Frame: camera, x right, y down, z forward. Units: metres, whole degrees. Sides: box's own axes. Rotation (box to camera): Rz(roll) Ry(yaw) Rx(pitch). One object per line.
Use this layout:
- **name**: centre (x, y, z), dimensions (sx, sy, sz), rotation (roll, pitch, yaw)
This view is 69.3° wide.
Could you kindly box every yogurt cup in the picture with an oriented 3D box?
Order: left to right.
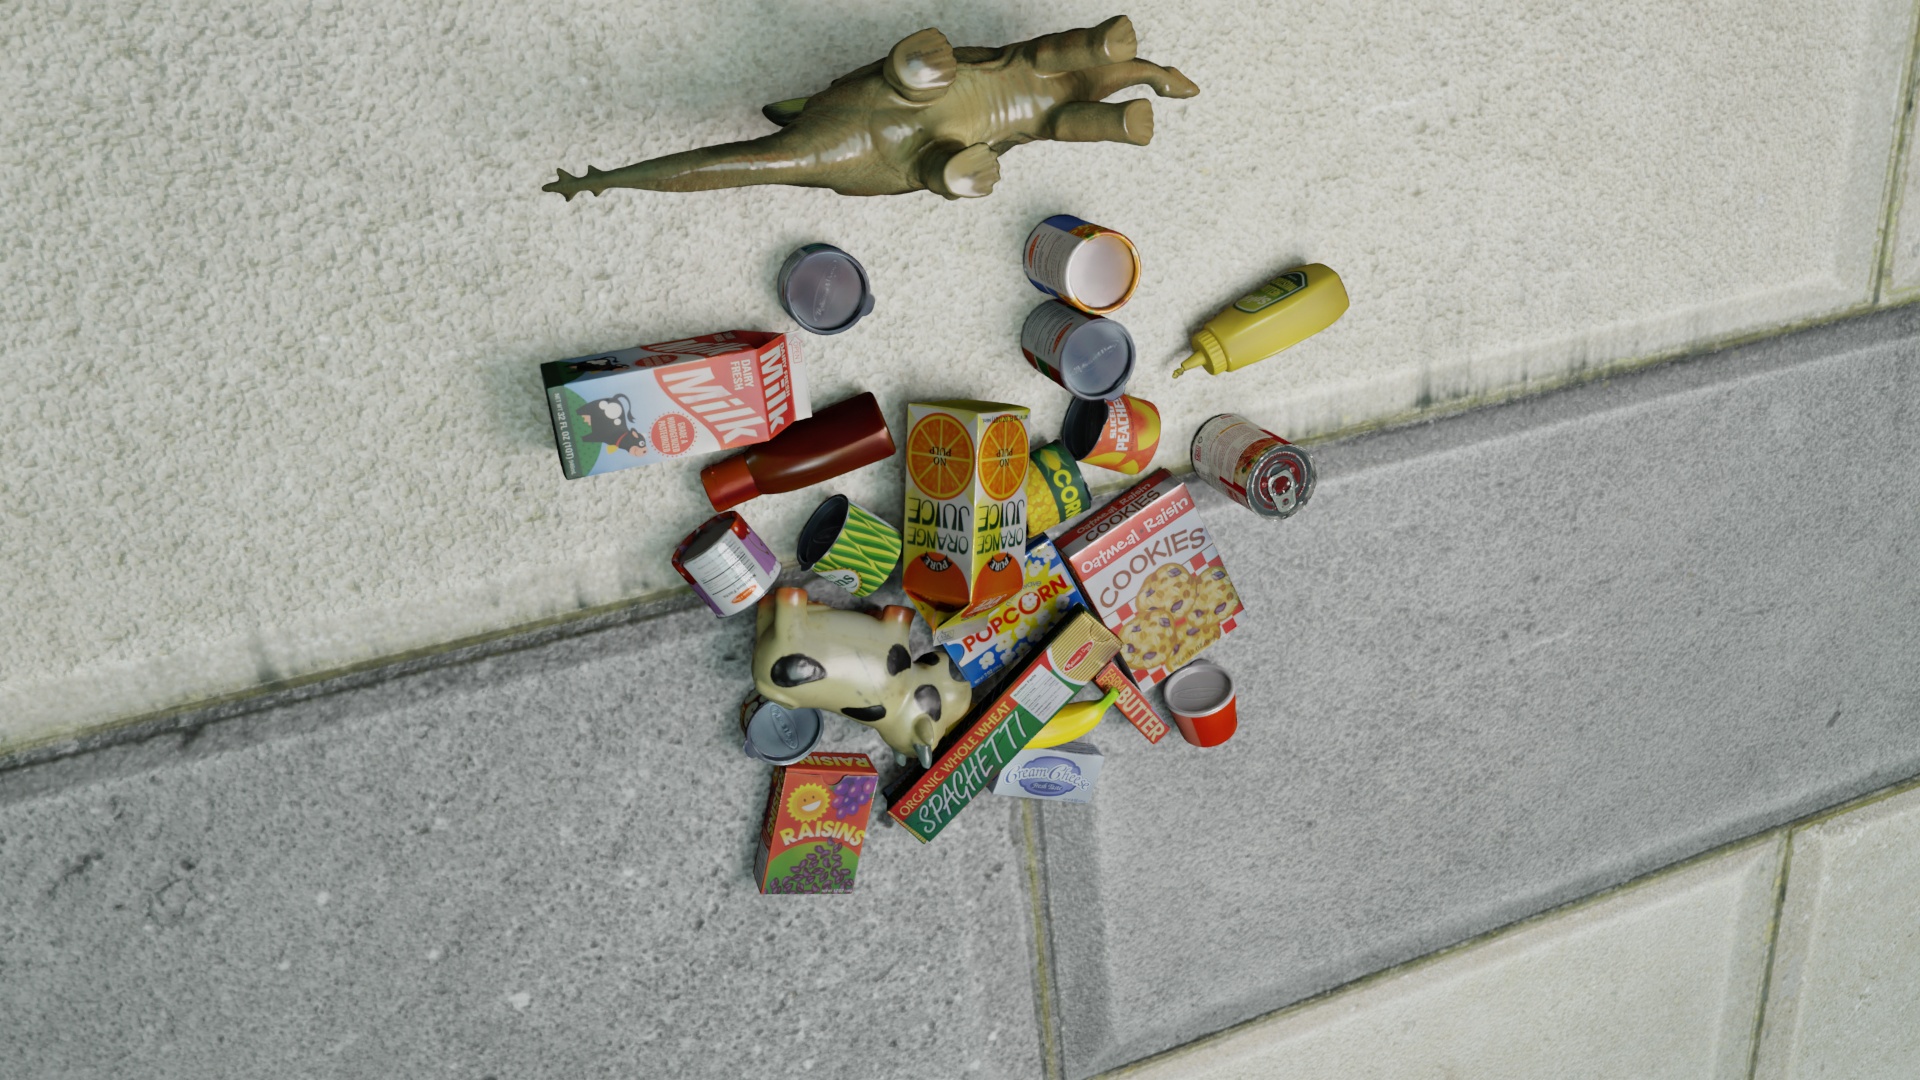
- **yogurt cup**: centre (0.229, 0.157, 1.307), dimensions (0.072, 0.072, 0.053), rotation (-27, 125, -9)

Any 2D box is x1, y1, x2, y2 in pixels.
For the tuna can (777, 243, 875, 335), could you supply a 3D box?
- **tuna can**: centre (-0.102, -0.191, 1.059), dimensions (0.071, 0.033, 0.070), rotation (-8, 113, -18)

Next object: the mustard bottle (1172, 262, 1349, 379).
- **mustard bottle**: centre (0.250, -0.180, 1.184), dimensions (0.160, 0.065, 0.048), rotation (-29, 116, -4)

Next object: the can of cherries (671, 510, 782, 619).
- **can of cherries**: centre (-0.184, 0.018, 1.090), dimensions (0.071, 0.071, 0.058), rotation (-39, 113, -3)

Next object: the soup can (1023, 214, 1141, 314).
- **soup can**: centre (0.098, -0.218, 1.097), dimensions (0.071, 0.084, 0.071), rotation (-8, 113, -19)

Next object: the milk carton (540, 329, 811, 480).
- **milk carton**: centre (-0.206, -0.106, 1.029), dimensions (0.191, 0.073, 0.072), rotation (-12, 114, -17)

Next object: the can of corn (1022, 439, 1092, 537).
- **can of corn**: centre (0.069, -0.042, 1.162), dimensions (0.058, 0.071, 0.071), rotation (-26, 117, -9)

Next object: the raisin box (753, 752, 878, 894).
- **raisin box**: centre (-0.128, 0.248, 1.217), dimensions (0.086, 0.040, 0.123), rotation (7, 107, -22)

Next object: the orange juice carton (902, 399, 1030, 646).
- **orange juice carton**: centre (0.004, -0.014, 1.116), dimensions (0.072, 0.073, 0.192), rotation (-11, 107, -51)

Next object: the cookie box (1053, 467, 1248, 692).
- **cookie box**: centre (0.173, 0.037, 1.251), dimensions (0.123, 0.040, 0.167), rotation (-34, 119, -6)

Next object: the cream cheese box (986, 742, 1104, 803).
- **cream cheese box**: centre (0.078, 0.213, 1.292), dimensions (0.104, 0.024, 0.053), rotation (10, 105, -24)

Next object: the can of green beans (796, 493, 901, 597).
- **can of green beans**: centre (-0.089, 0.005, 1.122), dimensions (0.058, 0.071, 0.071), rotation (33, 96, -29)

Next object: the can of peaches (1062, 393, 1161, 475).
- **can of peaches**: centre (0.128, -0.093, 1.166), dimensions (0.058, 0.071, 0.071), rotation (13, 105, -26)

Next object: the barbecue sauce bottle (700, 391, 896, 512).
- **barbecue sauce bottle**: centre (-0.128, -0.066, 1.084), dimensions (0.149, 0.065, 0.043), rotation (-22, 129, -2)

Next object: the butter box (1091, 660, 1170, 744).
- **butter box**: centre (0.147, 0.140, 1.273), dimensions (0.024, 0.053, 0.103), rotation (-44, 119, -2)

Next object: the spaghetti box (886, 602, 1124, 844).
- **spaghetti box**: centre (0.036, 0.158, 1.197), dimensions (0.050, 0.029, 0.249), rotation (41, 99, -14)

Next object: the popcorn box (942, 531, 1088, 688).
- **popcorn box**: centre (0.037, 0.057, 1.207), dimensions (0.127, 0.038, 0.085), rotation (-33, 119, -6)

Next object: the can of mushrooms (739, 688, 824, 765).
- **can of mushrooms**: centre (-0.154, 0.154, 1.174), dimensions (0.071, 0.033, 0.070), rotation (-8, 113, -19)

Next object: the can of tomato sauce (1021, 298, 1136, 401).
- **can of tomato sauce**: centre (0.095, -0.154, 1.121), dimensions (0.071, 0.083, 0.071), rotation (-8, 113, -18)

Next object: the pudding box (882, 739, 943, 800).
- **pudding box**: centre (-0.022, 0.221, 1.253), dimensions (0.084, 0.030, 0.049), rotation (-40, 119, -2)
